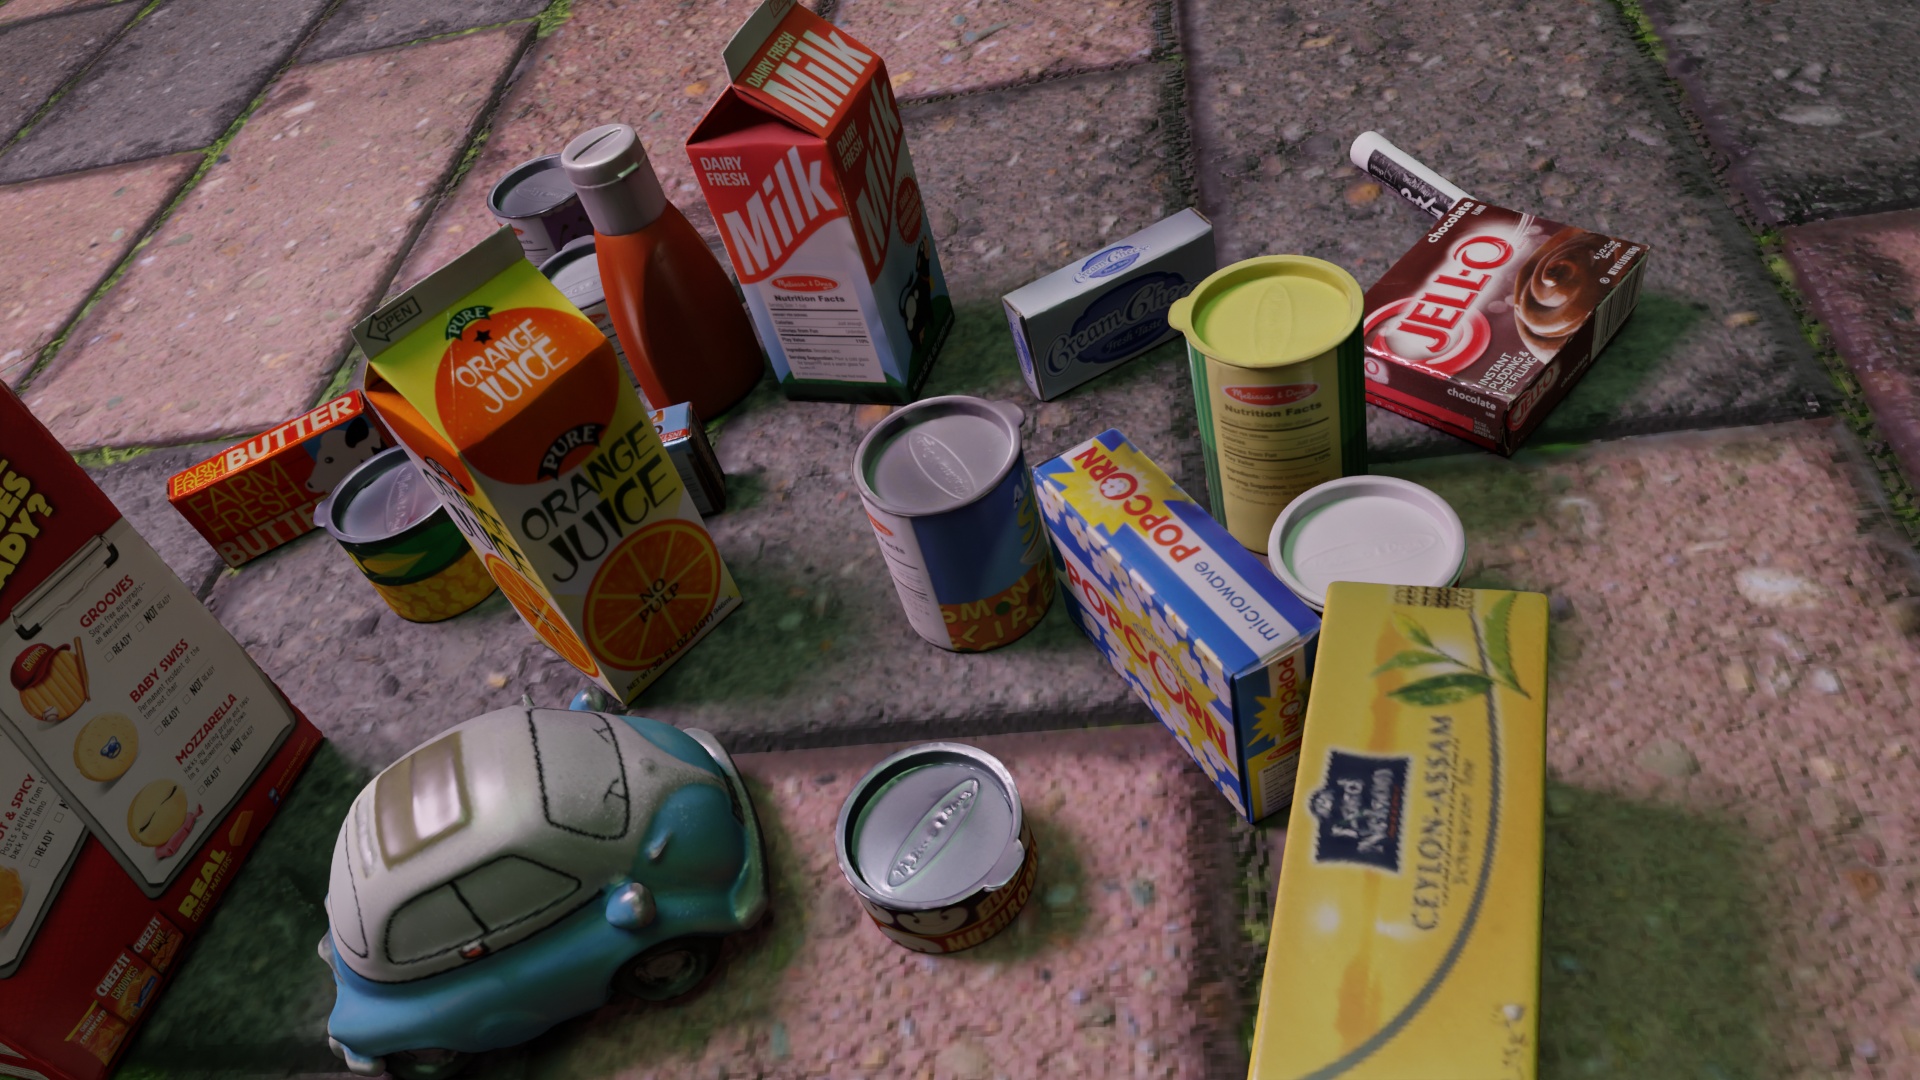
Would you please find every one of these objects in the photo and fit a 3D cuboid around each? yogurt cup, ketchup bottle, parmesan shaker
[{"bbox_3d":[0.149,0.018,0.509,0.072,0.053,0.073,-9,45,9],"label":"yogurt cup"},{"bbox_3d":[-0.146,-0.128,0.676,0.043,0.148,0.065,27,60,36],"label":"ketchup bottle"},{"bbox_3d":[0.124,-0.052,0.550,0.071,0.102,0.072,-9,45,9],"label":"parmesan shaker"}]

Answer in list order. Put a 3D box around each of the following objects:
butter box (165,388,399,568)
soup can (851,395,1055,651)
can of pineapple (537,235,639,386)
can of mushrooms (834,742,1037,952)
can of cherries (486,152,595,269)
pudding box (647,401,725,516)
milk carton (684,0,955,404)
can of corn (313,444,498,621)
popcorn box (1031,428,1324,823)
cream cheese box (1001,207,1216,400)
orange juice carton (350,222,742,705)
[{"bbox_3d":[-0.341,-0.031,0.711,0.104,0.053,0.024,-28,45,-10],"label":"butter box"},{"bbox_3d":[0.002,-0.007,0.558,0.071,0.083,0.072,-9,45,9],"label":"soup can"},{"bbox_3d":[-0.191,-0.123,0.750,0.071,0.057,0.071,-9,45,9],"label":"can of pineapple"},{"bbox_3d":[-0.006,0.108,0.484,0.071,0.033,0.071,-9,45,9],"label":"can of mushrooms"},{"bbox_3d":[-0.237,-0.191,0.830,0.071,0.058,0.072,-9,45,9],"label":"can of cherries"},{"bbox_3d":[-0.158,-0.030,0.654,0.084,0.049,0.030,-15,44,3],"label":"pudding box"},{"bbox_3d":[-0.066,-0.158,0.651,0.073,0.189,0.073,4,49,21],"label":"milk carton"},{"bbox_3d":[-0.255,-0.003,0.652,0.071,0.058,0.071,-9,45,9],"label":"can of corn"},{"bbox_3d":[0.079,0.028,0.499,0.038,0.084,0.127,-29,45,-11],"label":"popcorn box"},{"bbox_3d":[0.074,-0.112,0.659,0.104,0.053,0.024,-27,45,-9],"label":"cream cheese box"},{"bbox_3d":[-0.164,-0.029,0.554,0.073,0.191,0.072,27,60,36],"label":"orange juice carton"}]
